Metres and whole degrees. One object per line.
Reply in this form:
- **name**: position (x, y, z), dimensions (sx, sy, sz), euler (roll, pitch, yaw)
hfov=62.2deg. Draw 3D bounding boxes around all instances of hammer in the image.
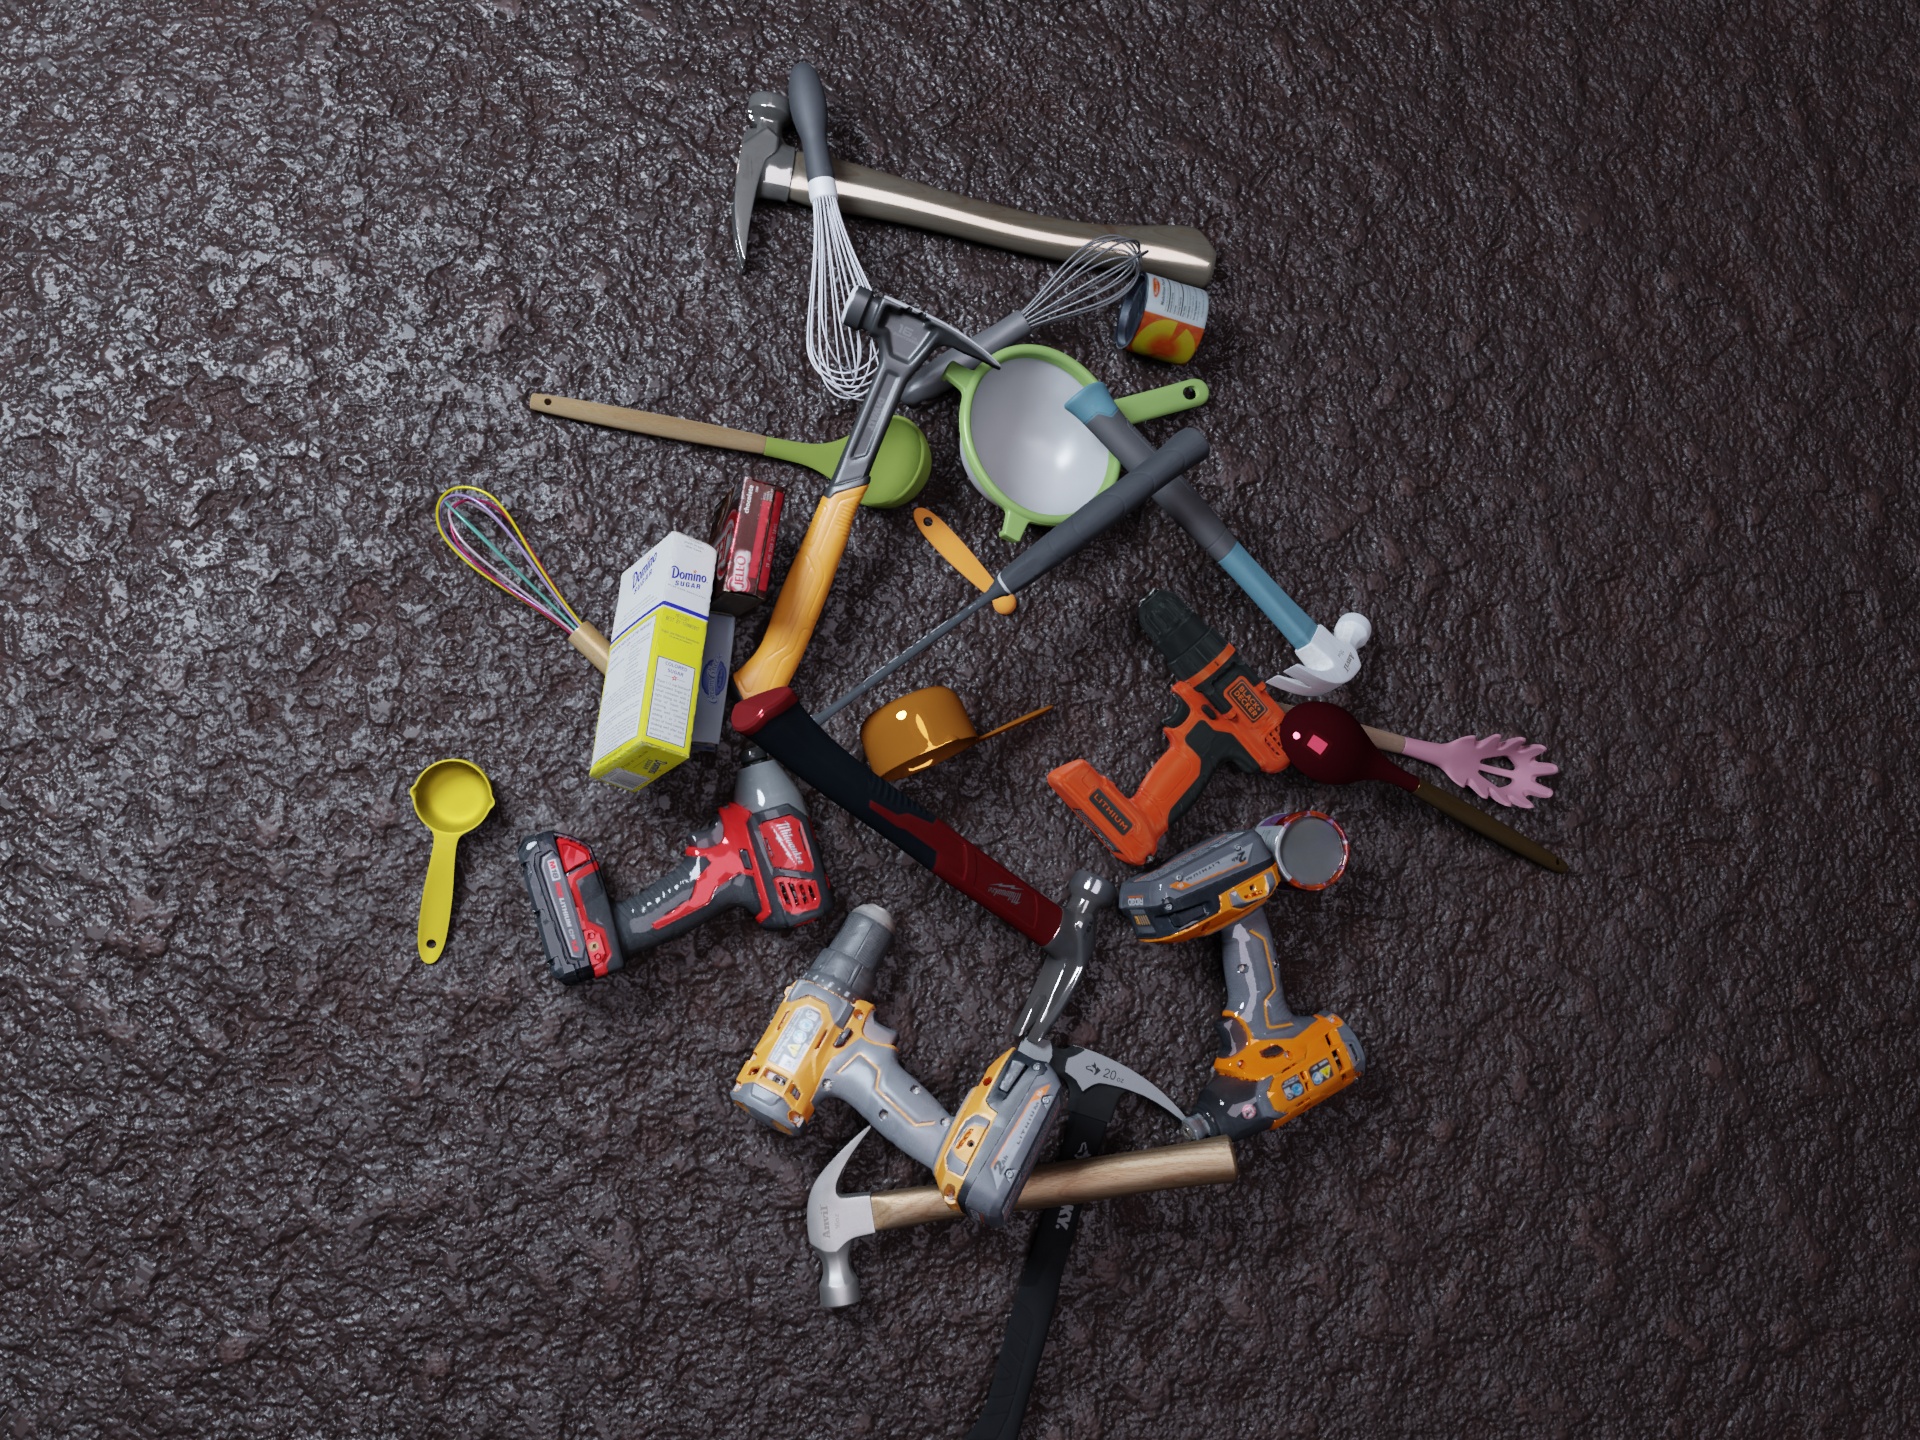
- **hammer**: position (0.073, 0.428, 1.250), dimensions (0.146, 0.035, 0.335), euler (19, 80, -8)
- **hammer**: position (0.021, -0.095, 1.210), dimensions (0.409, 0.149, 0.036), euler (-37, 97, -4)
- **hammer**: position (-0.029, 0.103, 1.168), dimensions (0.385, 0.038, 0.143), euler (38, 72, -37)
- **hammer**: position (-0.089, -0.155, 1.232), dimensions (0.127, 0.034, 0.337), euler (23, 99, -5)
- **hammer**: position (0.209, -0.149, 1.299), dimensions (0.331, 0.033, 0.128), euler (45, 45, -10)
- **hammer**: position (0.015, -0.411, 1.336), dimensions (0.410, 0.038, 0.146), euler (9, 83, -11)
- **hammer**: position (0.046, 0.357, 1.220), dimensions (0.331, 0.031, 0.130), euler (-9, 82, 1)

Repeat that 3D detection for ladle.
- **ladle**: position (0.396, 0.065, 1.329), dimensions (0.315, 0.031, 0.069), euler (26, 68, -22)
- **ladle**: position (-0.181, -0.228, 1.266), dimensions (0.320, 0.062, 0.078), euler (10, 79, -8)

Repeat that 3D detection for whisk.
- **whisk**: position (-0.104, -0.391, 1.268), dimensions (0.070, 0.070, 0.285), euler (-8, 83, -12)
- **whisk**: position (0.052, -0.328, 1.314), dimensions (0.239, 0.055, 0.055), euler (-33, 91, 0)
- **whisk**: position (-0.310, -0.088, 1.230), dimensions (0.245, 0.051, 0.047), euler (45, 72, -6)

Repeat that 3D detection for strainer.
- **strainer**: position (0.096, -0.241, 1.327), dimensions (0.256, 0.069, 0.151), euler (-21, 91, -30)

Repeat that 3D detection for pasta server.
- **pasta server**: position (0.354, 0.014, 1.354), dimensions (0.316, 0.040, 0.060), euler (14, 87, -8)

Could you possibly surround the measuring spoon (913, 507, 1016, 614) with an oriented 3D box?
- **measuring spoon**: position (0.004, -0.133, 1.313), dimensions (0.021, 0.011, 0.117), euler (-45, 93, -13)

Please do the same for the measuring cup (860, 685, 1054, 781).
- **measuring cup**: position (-0.002, -0.004, 1.272), dimensions (0.173, 0.095, 0.052), euler (-21, 81, -32)

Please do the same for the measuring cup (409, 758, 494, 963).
- **measuring cup**: position (-0.390, 0.105, 1.205), dimensions (0.062, 0.029, 0.156), euler (9, 94, -10)

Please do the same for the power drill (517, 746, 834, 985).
- **power drill**: position (-0.216, 0.110, 1.210), dimensions (0.219, 0.078, 0.143), euler (-15, 87, -15)

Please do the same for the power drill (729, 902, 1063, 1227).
- **power drill**: position (-0.035, 0.254, 1.199), dimensions (0.226, 0.084, 0.185), euler (23, 67, 16)

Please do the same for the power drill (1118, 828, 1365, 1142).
- **power drill**: position (0.214, 0.219, 1.273), dimensions (0.164, 0.084, 0.226), euler (-24, 92, -22)
